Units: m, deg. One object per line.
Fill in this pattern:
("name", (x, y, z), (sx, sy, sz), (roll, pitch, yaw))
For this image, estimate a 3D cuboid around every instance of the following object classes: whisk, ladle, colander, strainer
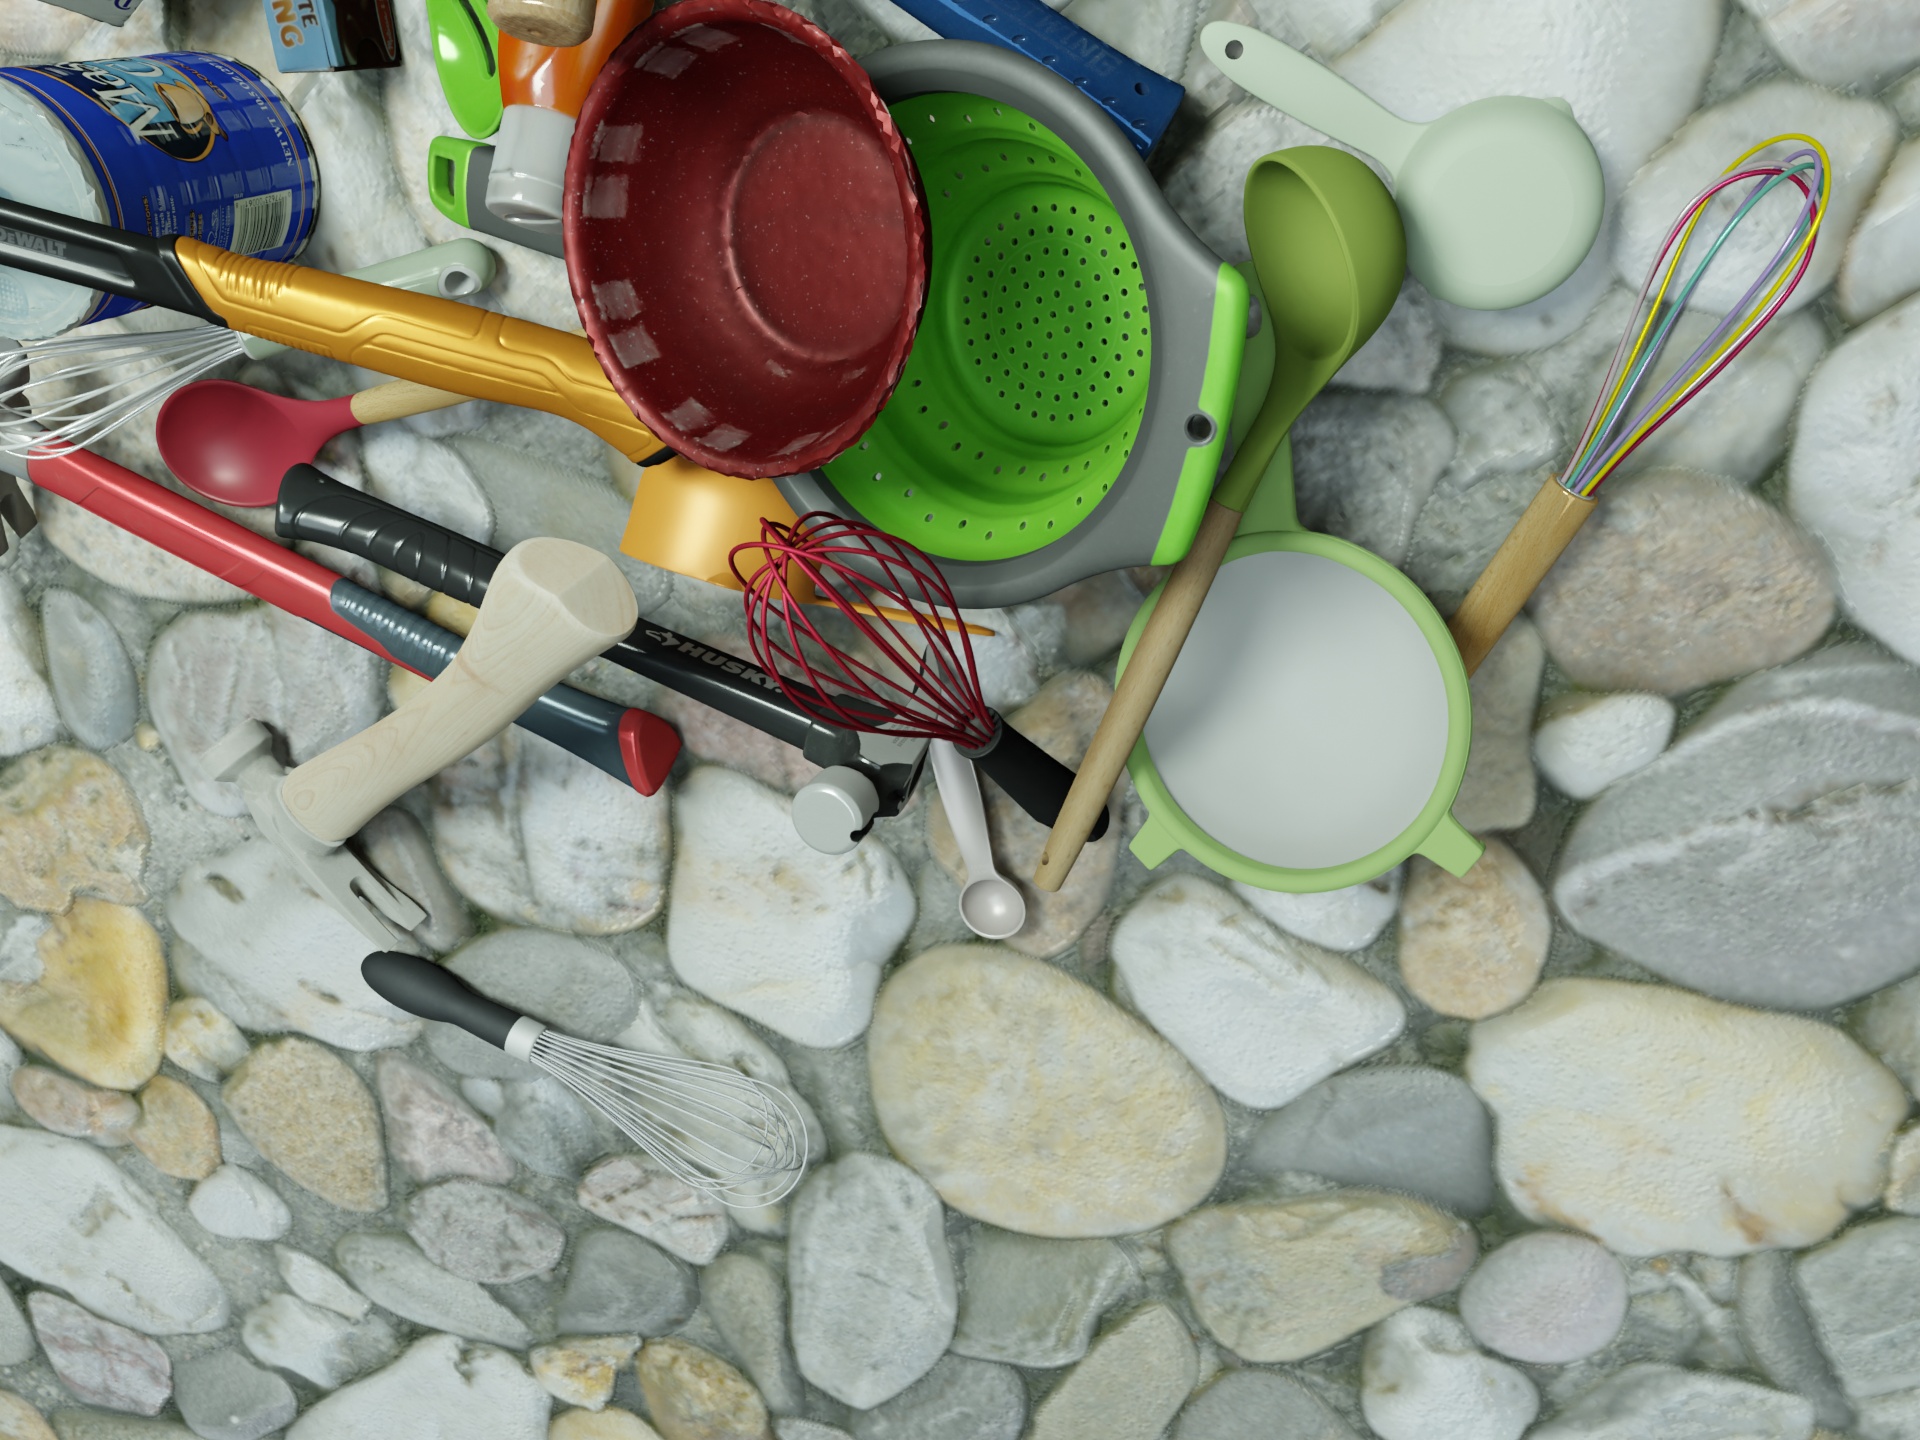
("whisk", (-0.001, -0.002, 0.643), (0.073, 0.073, 0.295), (-14, 152, 22))
("ladle", (-0.255, -0.147, 0.721), (0.315, 0.031, 0.069), (-5, 129, 32))
("ladle", (0.084, -0.064, 0.626), (0.062, 0.078, 0.320), (9, 117, -28))
("whisk", (-0.328, -0.171, 0.713), (0.246, 0.059, 0.057), (-18, 146, -2))
("colander", (-0.053, -0.183, 0.652), (0.397, 0.094, 0.204), (24, 120, 25))
("whisk", (0.250, -0.110, 0.618), (0.047, 0.051, 0.244), (44, 127, 24))
("whisk", (-0.215, 0.193, 0.891), (0.284, 0.070, 0.070), (22, 119, 11))
("strainer", (0.140, -0.059, 0.666), (0.151, 0.069, 0.256), (-2, 97, 32))

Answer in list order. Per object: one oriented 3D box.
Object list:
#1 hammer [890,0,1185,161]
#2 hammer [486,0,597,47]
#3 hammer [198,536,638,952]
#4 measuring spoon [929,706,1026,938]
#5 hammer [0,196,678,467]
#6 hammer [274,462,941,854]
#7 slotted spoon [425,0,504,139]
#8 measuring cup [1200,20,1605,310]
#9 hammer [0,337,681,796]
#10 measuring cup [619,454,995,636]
("hammer", (-0.093, -0.333, 0.580), (0.405, 0.144, 0.035), (31, 151, -9))
("hammer", (-0.109, -0.384, 0.512), (0.130, 0.031, 0.331), (10, 90, 22))
("hammer", (-0.245, 0.017, 0.734), (0.146, 0.038, 0.410), (51, 142, -12))
("measuring spoon", (0.006, 0.048, 0.780), (0.034, 0.018, 0.124), (-10, 105, 21))
("hammer", (-0.262, -0.168, 0.603), (0.336, 0.034, 0.127), (14, 120, -10))
("hammer", (-0.165, -0.046, 0.720), (0.335, 0.146, 0.035), (23, 119, 11))
("slotted spoon", (-0.243, -0.388, 0.628), (0.070, 0.031, 0.313), (-5, 112, 51))
("measuring cup", (0.161, -0.213, 0.590), (0.167, 0.038, 0.083), (30, 120, -1))
("hammer", (-0.324, -0.054, 0.803), (0.386, 0.038, 0.143), (27, 141, -3))
("measuring cup", (-0.061, -0.079, 0.710), (0.173, 0.095, 0.052), (12, 98, -14))
